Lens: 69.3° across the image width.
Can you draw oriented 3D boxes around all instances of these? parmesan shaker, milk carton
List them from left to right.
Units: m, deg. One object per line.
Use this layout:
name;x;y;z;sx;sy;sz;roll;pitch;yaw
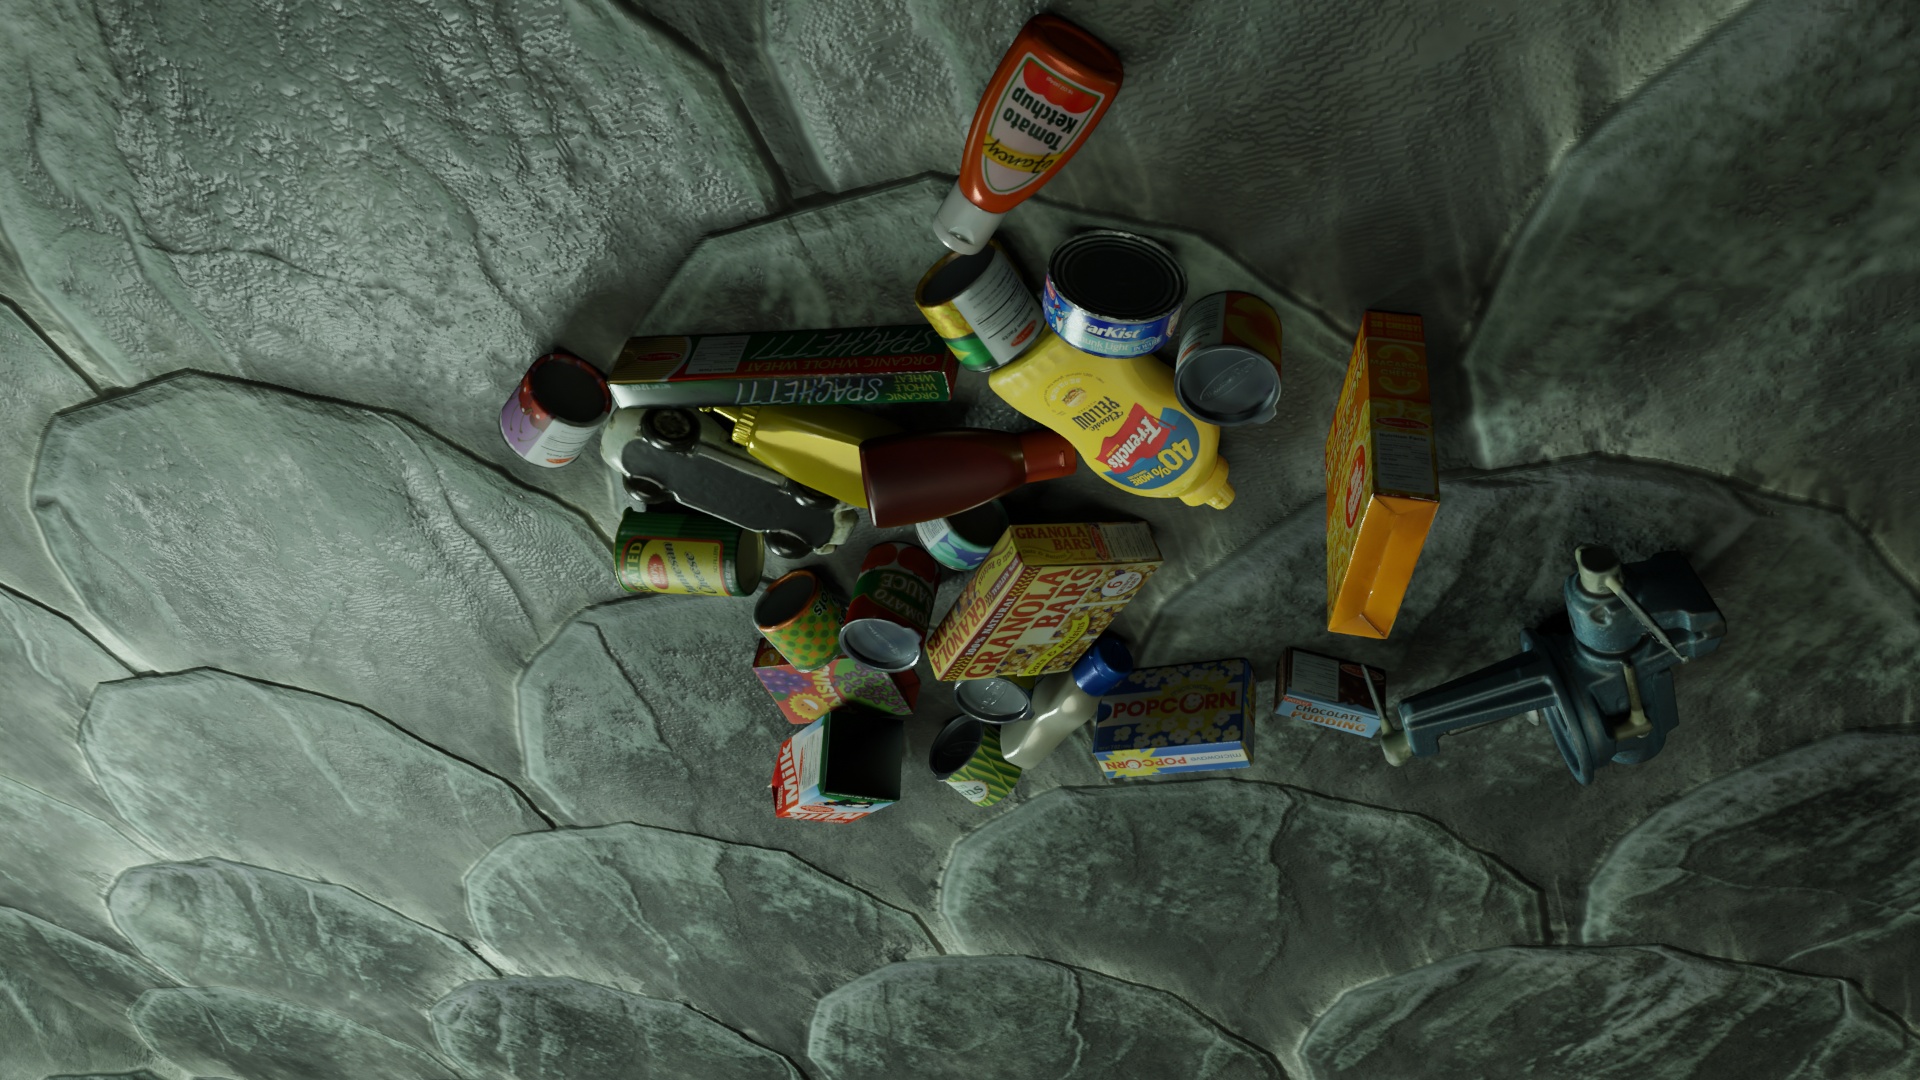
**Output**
parmesan shaker;-0.218;0.009;1.118;0.103;0.072;0.071;2;136;12
milk carton;-0.119;0.215;1.277;0.072;0.073;0.189;11;157;-21

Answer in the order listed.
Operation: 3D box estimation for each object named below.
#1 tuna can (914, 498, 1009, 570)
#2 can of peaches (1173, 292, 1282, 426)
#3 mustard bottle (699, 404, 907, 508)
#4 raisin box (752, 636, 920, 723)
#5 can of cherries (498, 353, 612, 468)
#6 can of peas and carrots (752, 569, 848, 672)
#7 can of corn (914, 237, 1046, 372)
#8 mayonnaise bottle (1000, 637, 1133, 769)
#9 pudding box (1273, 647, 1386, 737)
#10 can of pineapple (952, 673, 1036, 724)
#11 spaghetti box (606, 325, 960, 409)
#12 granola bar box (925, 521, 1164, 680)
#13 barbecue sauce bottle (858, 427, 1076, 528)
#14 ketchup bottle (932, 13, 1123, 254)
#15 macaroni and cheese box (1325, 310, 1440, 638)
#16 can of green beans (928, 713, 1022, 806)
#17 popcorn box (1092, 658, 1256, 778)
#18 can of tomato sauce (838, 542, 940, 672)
tuna can;0.004;-0.013;1.036;0.071;0.071;0.032;31;135;-18
can of peaches;0.173;-0.115;0.887;0.071;0.058;0.070;7;137;7
mustard bottle;-0.113;-0.075;1.012;0.160;0.049;0.065;21;128;-7
raisin box;-0.109;0.118;1.226;0.123;0.040;0.085;-8;134;21
can of cherries;-0.301;-0.098;1.027;0.071;0.072;0.058;32;134;-19
can of peas and carrots;-0.128;0.065;1.155;0.071;0.071;0.058;-16;129;29
can of corn;0.011;-0.151;0.887;0.071;0.071;0.058;-18;128;30
mayonnaise bottle;0.089;0.135;1.176;0.041;0.065;0.147;27;133;-18
pudding box;0.296;0.122;1.113;0.084;0.050;0.030;14;139;0
can of pineapple;0.032;0.114;1.169;0.071;0.058;0.070;8;138;7
spaghetti box;-0.122;-0.120;0.966;0.250;0.050;0.028;0;138;15
granola bar box;0.062;0.049;1.065;0.124;0.039;0.164;-1;146;-29
barbecue sauce bottle;0.006;-0.051;0.975;0.149;0.044;0.064;-10;111;-6
ketchup bottle;0.032;-0.231;0.811;0.065;0.044;0.148;26;137;-13
macaroni and cheese box;0.258;-0.042;0.860;0.040;0.167;0.123;8;138;6
can of green beans;0.015;0.199;1.259;0.071;0.071;0.057;-26;125;35
popcorn box;0.178;0.147;1.145;0.126;0.085;0.038;-9;134;23
can of tomato sauce;-0.054;0.052;1.107;0.071;0.083;0.070;7;137;7
